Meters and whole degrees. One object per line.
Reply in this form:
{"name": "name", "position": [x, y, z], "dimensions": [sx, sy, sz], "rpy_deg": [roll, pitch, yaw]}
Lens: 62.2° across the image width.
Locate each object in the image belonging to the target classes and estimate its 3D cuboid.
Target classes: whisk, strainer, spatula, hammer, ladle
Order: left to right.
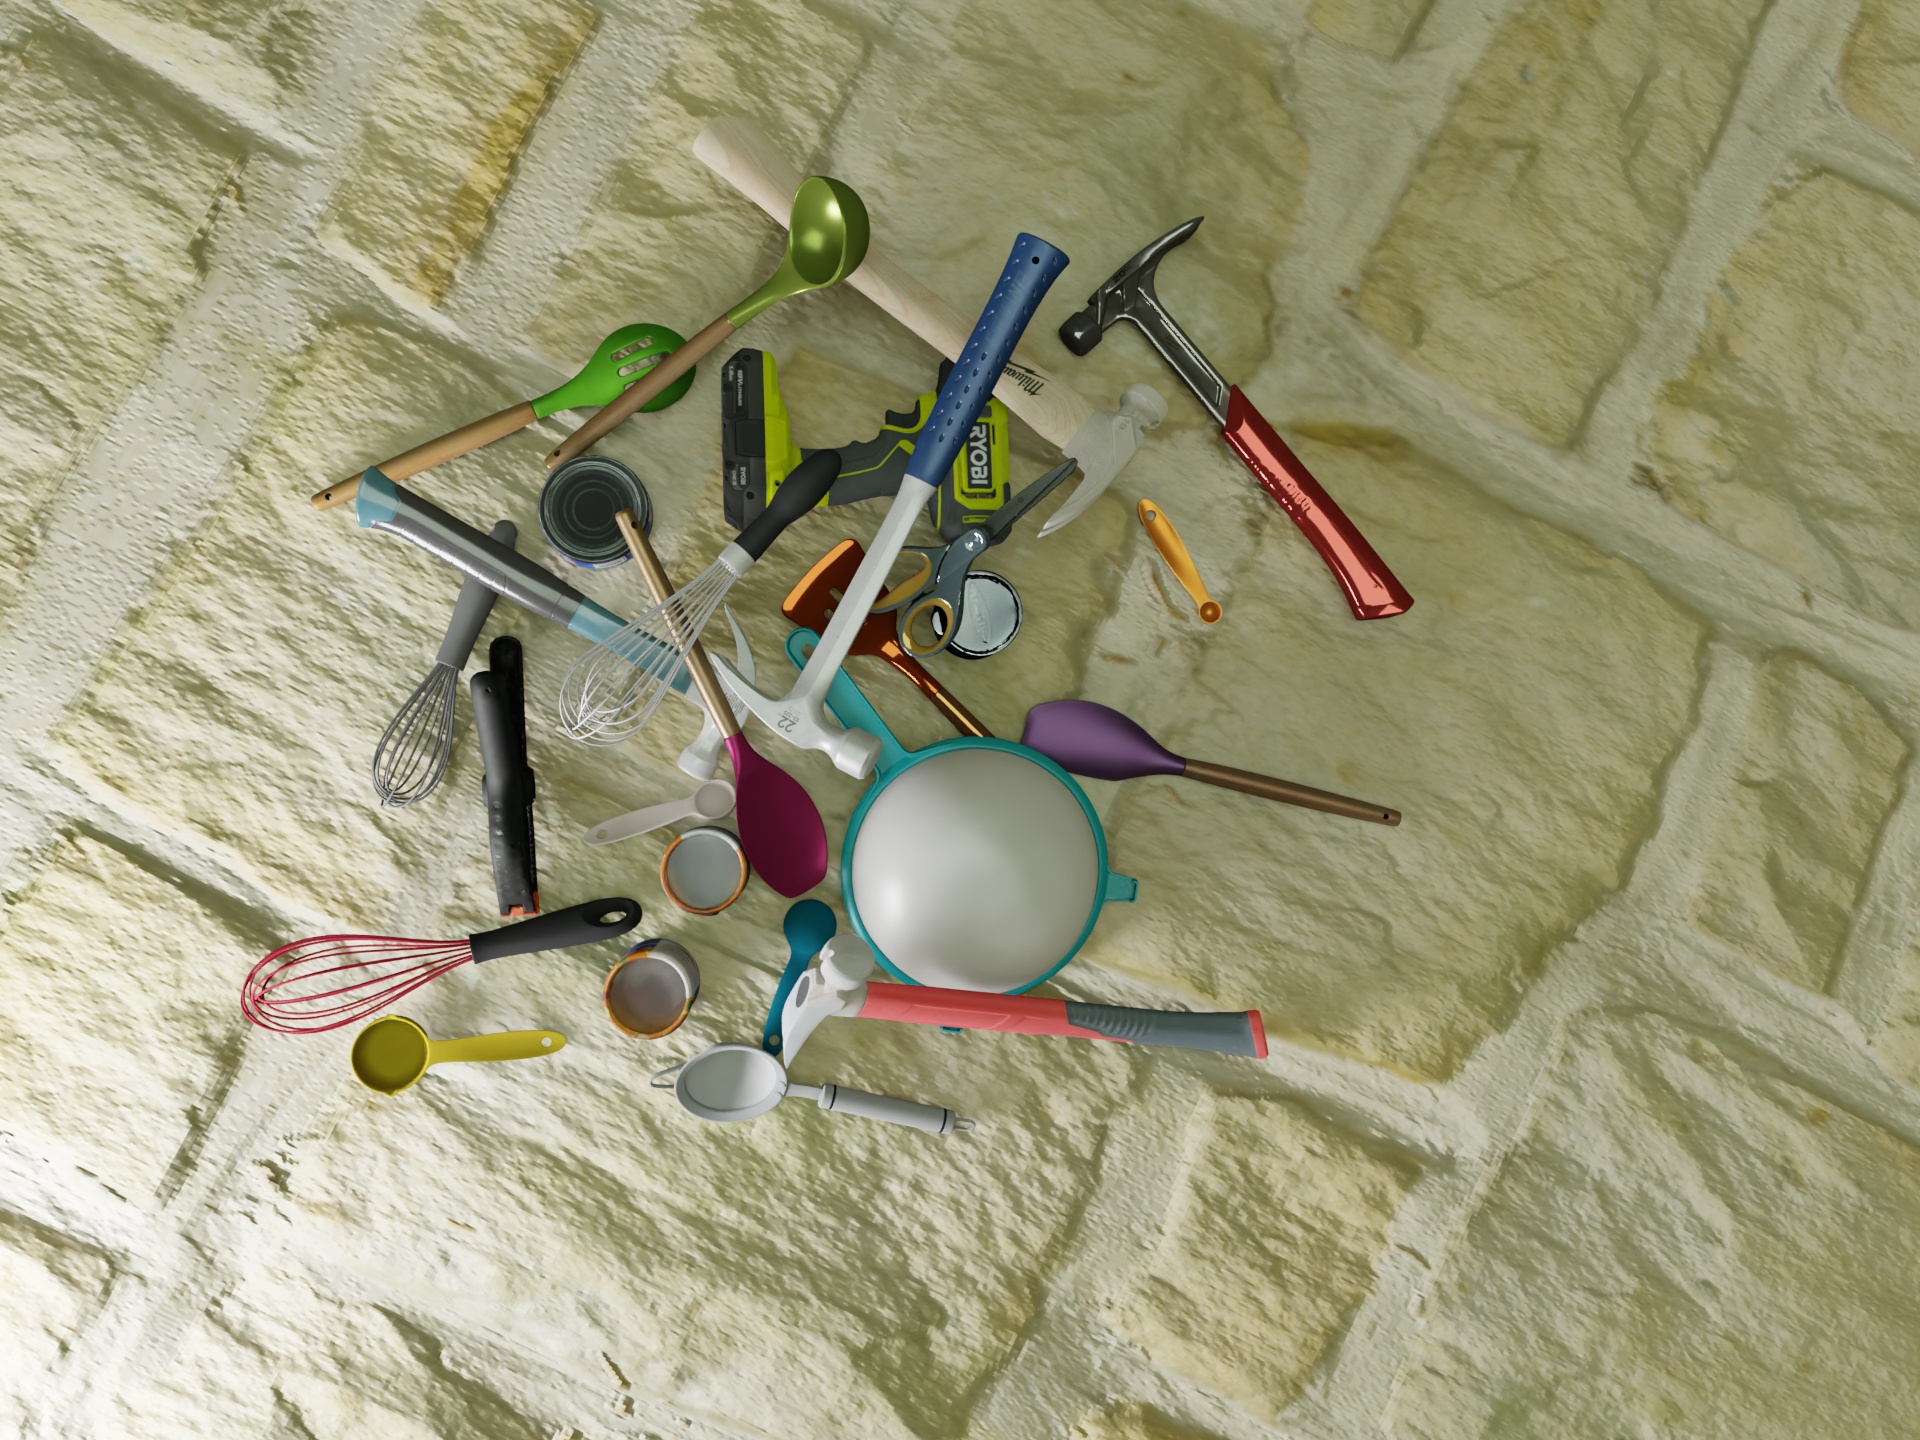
{"name": "whisk", "position": [-0.387, 0.178, 1.199], "dimensions": [0.296, 0.073, 0.073], "rpy_deg": [-12, 89, -12]}
{"name": "whisk", "position": [-0.390, -0.044, 1.213], "dimensions": [0.055, 0.055, 0.239], "rpy_deg": [21, 82, -5]}
{"name": "hammer", "position": [-0.303, -0.088, 1.198], "dimensions": [0.331, 0.033, 0.128], "rpy_deg": [30, 94, -12]}
{"name": "ladle", "position": [-0.197, -0.287, 1.187], "dimensions": [0.320, 0.062, 0.078], "rpy_deg": [-34, 68, 15]}
{"name": "whisk", "position": [-0.185, -0.094, 1.153], "dimensions": [0.070, 0.070, 0.284], "rpy_deg": [42, 80, -3]}
{"name": "strainer", "position": [-0.111, 0.288, 1.230], "dimensions": [0.258, 0.050, 0.086], "rpy_deg": [15, 123, -11]}
{"name": "hammer", "position": [-0.042, -0.312, 1.211], "dimensions": [0.410, 0.038, 0.146], "rpy_deg": [39, 71, 2]}
{"name": "hammer", "position": [-0.039, -0.168, 1.161], "dimensions": [0.144, 0.035, 0.405], "rpy_deg": [28, 92, 6]}
{"name": "strainer", "position": [-0.024, 0.071, 1.199], "dimensions": [0.211, 0.095, 0.340], "rpy_deg": [-37, 98, 0]}
{"name": "spatula", "position": [-0.002, -0.004, 1.252], "dimensions": [0.322, 0.041, 0.081], "rpy_deg": [45, 88, -4]}
{"name": "hammer", "position": [0.058, 0.233, 1.213], "dimensions": [0.386, 0.143, 0.038], "rpy_deg": [10, 48, -21]}
{"name": "spatula", "position": [0.205, 0.041, 1.282], "dimensions": [0.316, 0.018, 0.060], "rpy_deg": [14, 91, -4]}
{"name": "hammer", "position": [0.248, -0.230, 1.289], "dimensions": [0.149, 0.037, 0.359], "rpy_deg": [-41, 92, -6]}

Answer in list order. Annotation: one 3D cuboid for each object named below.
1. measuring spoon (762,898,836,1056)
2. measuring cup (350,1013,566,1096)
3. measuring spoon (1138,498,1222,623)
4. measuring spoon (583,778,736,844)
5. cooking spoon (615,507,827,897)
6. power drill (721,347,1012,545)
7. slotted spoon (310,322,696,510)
{"name": "measuring spoon", "position": [-0.130, 0.202, 1.239], "dimensions": [0.042, 0.021, 0.128], "rpy_deg": [17, 86, -5]}
{"name": "measuring cup", "position": [-0.382, 0.250, 1.216], "dimensions": [0.156, 0.029, 0.062], "rpy_deg": [-1, 88, -18]}
{"name": "measuring spoon", "position": [0.177, -0.129, 1.292], "dimensions": [0.021, 0.011, 0.117], "rpy_deg": [-31, 87, -6]}
{"name": "measuring spoon", "position": [-0.233, 0.077, 1.240], "dimensions": [0.124, 0.018, 0.034], "rpy_deg": [-17, 60, 0]}
{"name": "cooking spoon", "position": [-0.183, -0.012, 1.197], "dimensions": [0.069, 0.017, 0.319], "rpy_deg": [-30, 101, -30]}
{"name": "power drill", "position": [-0.073, -0.223, 1.238], "dimensions": [0.223, 0.080, 0.171], "rpy_deg": [-1, 83, -9]}
{"name": "slotted spoon", "position": [-0.354, -0.229, 1.233], "dimensions": [0.314, 0.031, 0.070], "rpy_deg": [-24, 95, -5]}
